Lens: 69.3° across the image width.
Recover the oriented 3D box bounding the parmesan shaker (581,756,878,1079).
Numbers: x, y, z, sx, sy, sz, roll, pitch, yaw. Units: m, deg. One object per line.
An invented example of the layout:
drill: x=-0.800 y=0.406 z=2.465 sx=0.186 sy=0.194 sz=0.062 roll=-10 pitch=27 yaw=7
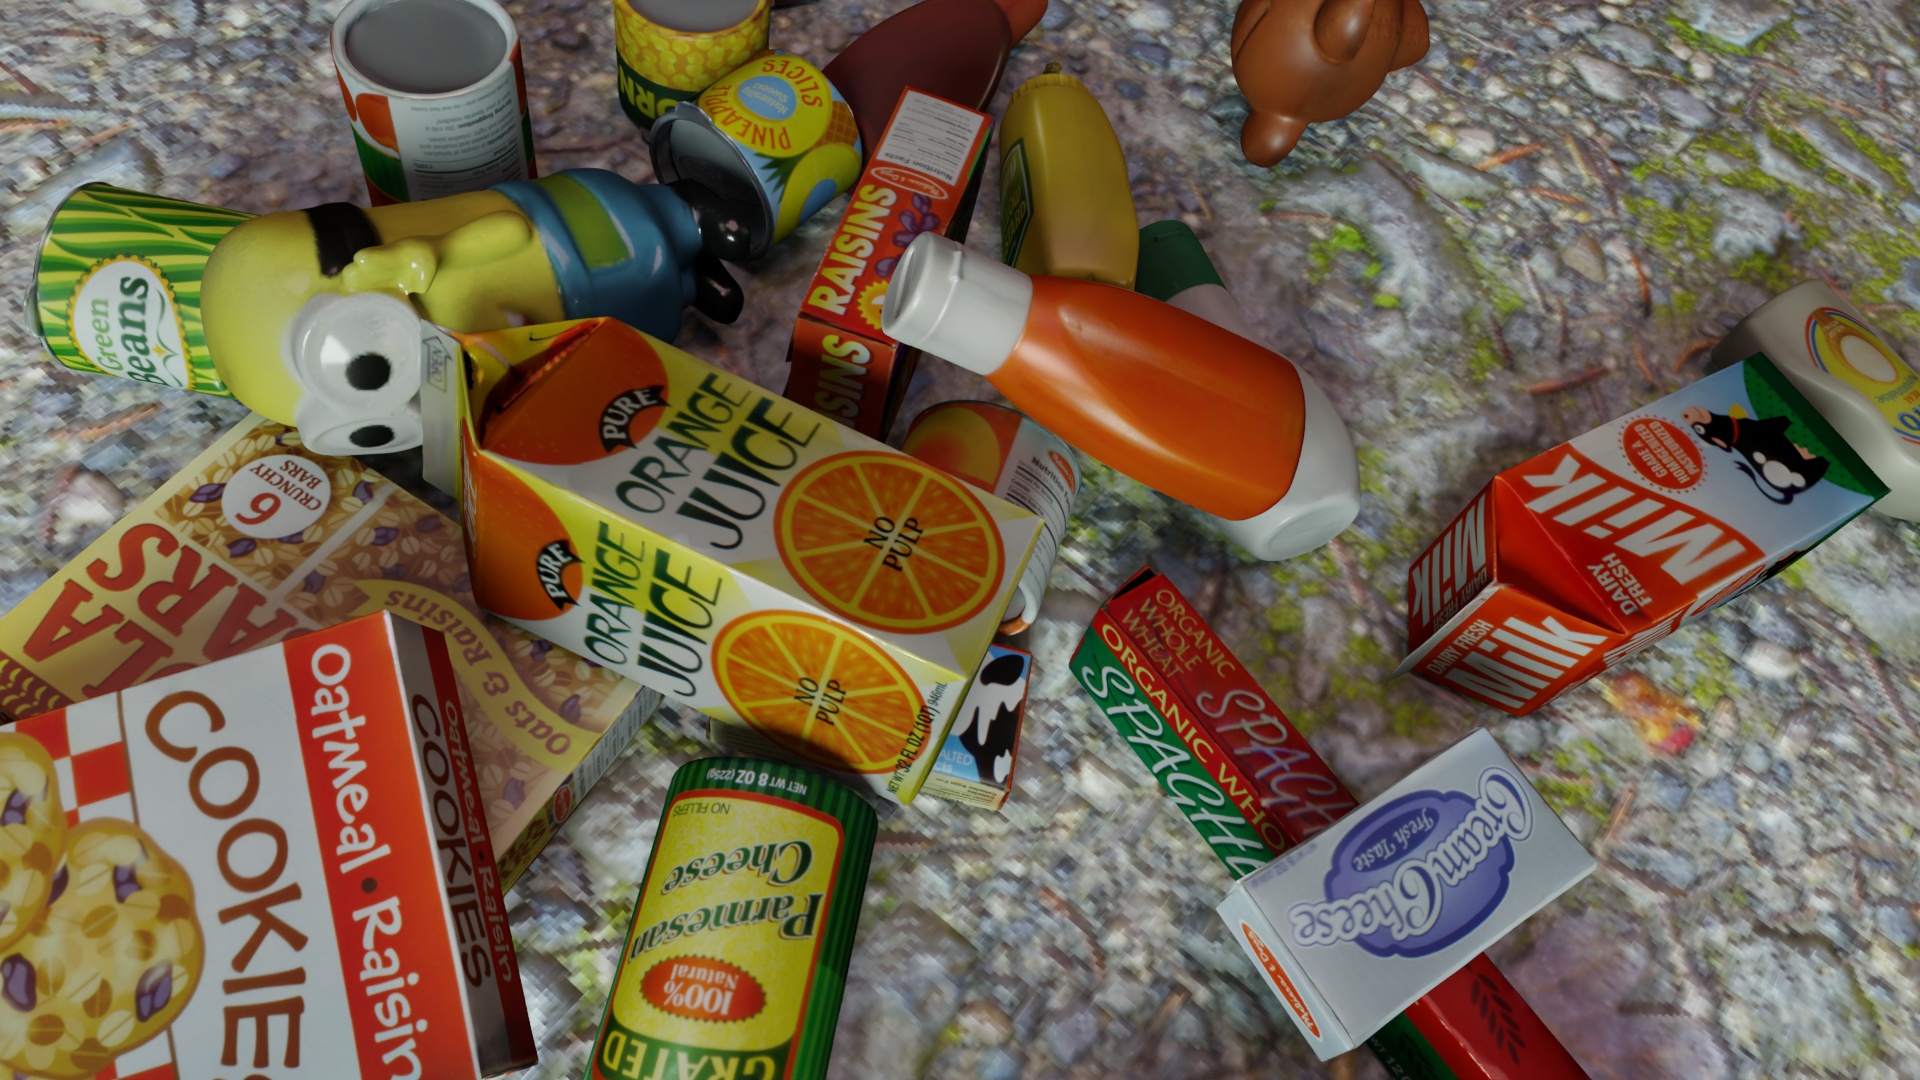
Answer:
parmesan shaker: x=-0.068 y=0.121 z=0.400 sx=0.071 sy=0.071 sz=0.103 roll=12 pitch=58 yaw=-3

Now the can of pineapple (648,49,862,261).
can of pineapple: x=-0.082 y=-0.158 z=0.562 sx=0.071 sy=0.070 sz=0.058 roll=37 pitch=60 yaw=12

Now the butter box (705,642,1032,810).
butter box: x=-0.030 y=0.053 z=0.472 sx=0.103 sy=0.024 sz=0.053 roll=14 pitch=58 yaw=-2

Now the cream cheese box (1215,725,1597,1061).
cream cheese box: x=0.133 y=0.102 z=0.412 sx=0.104 sy=0.024 sz=0.053 roll=-26 pitch=67 yaw=-22

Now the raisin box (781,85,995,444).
raisin box: x=-0.028 y=-0.097 z=0.527 sx=0.040 sy=0.085 sz=0.124 roll=19 pitch=58 yaw=-1

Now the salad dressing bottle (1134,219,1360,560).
salad dressing bottle: x=0.107 y=-0.064 z=0.557 sx=0.064 sy=0.043 sz=0.148 roll=-16 pitch=62 yaw=-10

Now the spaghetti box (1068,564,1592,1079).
spaghetti box: x=0.124 y=0.117 z=0.447 sx=0.029 sy=0.050 sz=0.250 roll=-29 pitch=68 yaw=-25

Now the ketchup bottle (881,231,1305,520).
ketchup bottle: x=0.047 y=-0.059 z=0.472 sx=0.149 sy=0.043 sz=0.065 roll=21 pitch=60 yaw=-21

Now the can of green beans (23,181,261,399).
can of green beans: x=-0.275 y=-0.086 z=0.486 sx=0.058 sy=0.071 sz=0.071 roll=11 pitch=58 yaw=-4

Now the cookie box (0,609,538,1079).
cookie box: x=-0.209 y=0.102 z=0.362 sx=0.167 sy=0.040 sz=0.123 roll=-17 pitch=76 yaw=-2

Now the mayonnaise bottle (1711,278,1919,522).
mayonnaise bottle: x=0.403 y=-0.047 z=0.602 sx=0.065 sy=0.041 sz=0.148 roll=-27 pitch=67 yaw=-25

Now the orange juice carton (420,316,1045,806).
orange juice carton: x=-0.081 y=-0.002 z=0.428 sx=0.193 sy=0.071 sz=0.073 roll=25 pitch=46 yaw=2

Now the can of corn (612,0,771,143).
can of corn: x=-0.116 y=-0.213 z=0.596 sx=0.071 sy=0.058 sz=0.071 roll=5 pitch=58 yaw=-8

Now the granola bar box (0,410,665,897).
granola bar box: x=-0.197 y=0.046 z=0.436 sx=0.166 sy=0.038 sz=0.125 roll=31 pitch=58 yaw=8

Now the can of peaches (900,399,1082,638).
can of peaches: x=0.002 y=-0.006 z=0.491 sx=0.071 sy=0.071 sz=0.058 roll=19 pitch=58 yaw=1

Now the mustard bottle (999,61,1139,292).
mustard bottle: x=0.041 y=-0.151 z=0.588 sx=0.049 sy=0.065 sz=0.161 roll=6 pitch=53 yaw=-12

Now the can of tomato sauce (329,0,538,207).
can of tomato sauce: x=-0.201 y=-0.162 z=0.535 sx=0.071 sy=0.082 sz=0.071 roll=5 pitch=59 yaw=-8

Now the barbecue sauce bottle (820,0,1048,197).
barbecue sauce bottle: x=-0.011 y=-0.212 z=0.623 sx=0.065 sy=0.043 sz=0.149 roll=40 pitch=58 yaw=-6

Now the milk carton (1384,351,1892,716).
milk carton: x=0.245 y=0.003 z=0.525 sx=0.191 sy=0.072 sz=0.073 roll=-22 pitch=66 yaw=-22
